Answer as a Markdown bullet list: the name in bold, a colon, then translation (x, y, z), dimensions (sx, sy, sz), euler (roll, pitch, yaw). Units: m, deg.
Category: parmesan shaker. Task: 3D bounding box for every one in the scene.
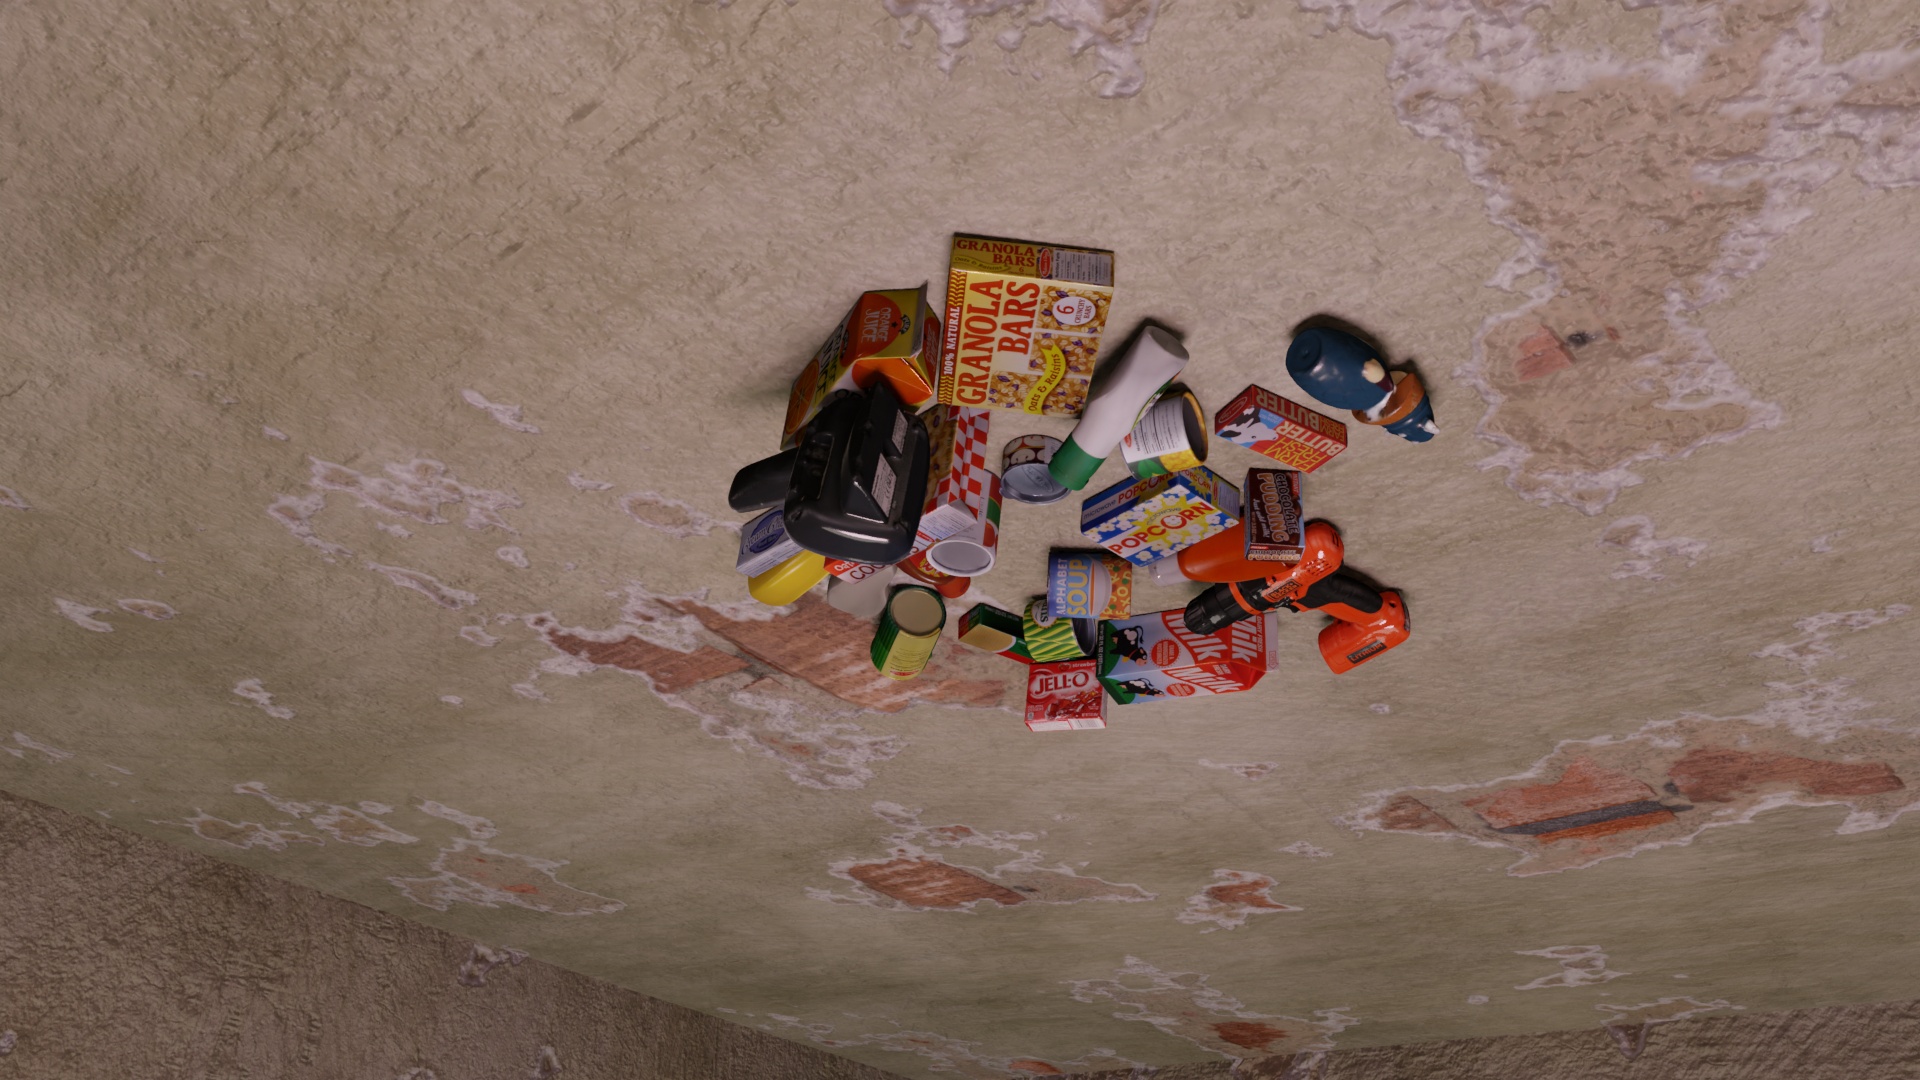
- **parmesan shaker**: translation (-0.055, 0.100, 1.515), dimensions (0.071, 0.071, 0.102), euler (12, 146, -9)

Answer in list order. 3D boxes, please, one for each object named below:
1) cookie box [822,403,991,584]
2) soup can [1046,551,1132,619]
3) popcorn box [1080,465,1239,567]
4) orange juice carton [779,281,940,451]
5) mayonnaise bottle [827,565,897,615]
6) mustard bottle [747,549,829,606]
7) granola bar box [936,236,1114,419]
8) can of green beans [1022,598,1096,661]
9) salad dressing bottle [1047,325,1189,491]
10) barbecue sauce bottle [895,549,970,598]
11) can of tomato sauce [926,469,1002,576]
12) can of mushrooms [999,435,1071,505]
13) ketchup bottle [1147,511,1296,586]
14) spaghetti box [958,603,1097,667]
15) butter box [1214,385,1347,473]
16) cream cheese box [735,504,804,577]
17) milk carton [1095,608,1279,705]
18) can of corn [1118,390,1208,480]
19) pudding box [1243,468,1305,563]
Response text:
- **cookie box**: translation (-0.048, -0.044, 1.231), dimensions (0.040, 0.123, 0.167), euler (32, 140, -33)
- **soup can**: translation (0.129, 0.046, 1.392), dimensions (0.084, 0.072, 0.071), euler (2, 147, 6)
- **popcorn box**: translation (0.186, -0.026, 1.299), dimensions (0.085, 0.038, 0.126), euler (29, 141, -31)
- **orange juice carton**: translation (-0.075, -0.134, 1.142), dimensions (0.073, 0.072, 0.191), euler (21, 145, -22)
- **mayonnaise bottle**: translation (-0.094, 0.026, 1.427), dimensions (0.065, 0.041, 0.147), euler (13, 146, -10)
- **mustard bottle**: translation (-0.150, 0.013, 1.395), dimensions (0.049, 0.065, 0.159), euler (27, 138, -35)
- **granola bar box**: translation (0.048, -0.166, 1.101), dimensions (0.124, 0.039, 0.164), euler (6, 148, -2)
- **can of green beans**: translation (0.105, 0.093, 1.474), dimensions (0.058, 0.071, 0.071), euler (-10, 144, 25)
- **salad dressing bottle**: translation (0.126, -0.105, 1.130), dimensions (0.044, 0.064, 0.147), euler (36, 119, -2)
- **barbecue sauce bottle**: translation (-0.030, 0.014, 1.381), dimensions (0.044, 0.065, 0.148), euler (23, 166, 28)
- **can of tomato sauce**: translation (0.005, -0.016, 1.303), dimensions (0.071, 0.083, 0.070), euler (5, 147, 3)
- **can of mushrooms**: translation (0.068, -0.063, 1.265), dimensions (0.071, 0.033, 0.070), euler (4, 148, 3)
- **ketchup bottle**: translation (0.248, 0.012, 1.333), dimensions (0.148, 0.064, 0.044), euler (-18, -175, 42)
- **spaghetti box**: translation (0.117, 0.129, 1.565), dimensions (0.250, 0.029, 0.050), euler (21, 145, -22)
- **butter box**: translation (0.275, -0.094, 1.190), dimensions (0.103, 0.024, 0.053), euler (20, 146, -20)
- **cream cheese box**: translation (-0.182, -0.005, 1.381), dimensions (0.024, 0.053, 0.103), euler (29, 141, -34)
- **milk carton**: translation (0.246, 0.120, 1.487), dimensions (0.190, 0.073, 0.073), euler (-11, 144, 24)
- **can of corn**: translation (0.173, -0.089, 1.178), dimensions (0.058, 0.071, 0.071), euler (-13, 143, 27)
- **pudding box**: translation (0.281, -0.022, 1.246), dimensions (0.050, 0.084, 0.030), euler (4, 147, 3)
